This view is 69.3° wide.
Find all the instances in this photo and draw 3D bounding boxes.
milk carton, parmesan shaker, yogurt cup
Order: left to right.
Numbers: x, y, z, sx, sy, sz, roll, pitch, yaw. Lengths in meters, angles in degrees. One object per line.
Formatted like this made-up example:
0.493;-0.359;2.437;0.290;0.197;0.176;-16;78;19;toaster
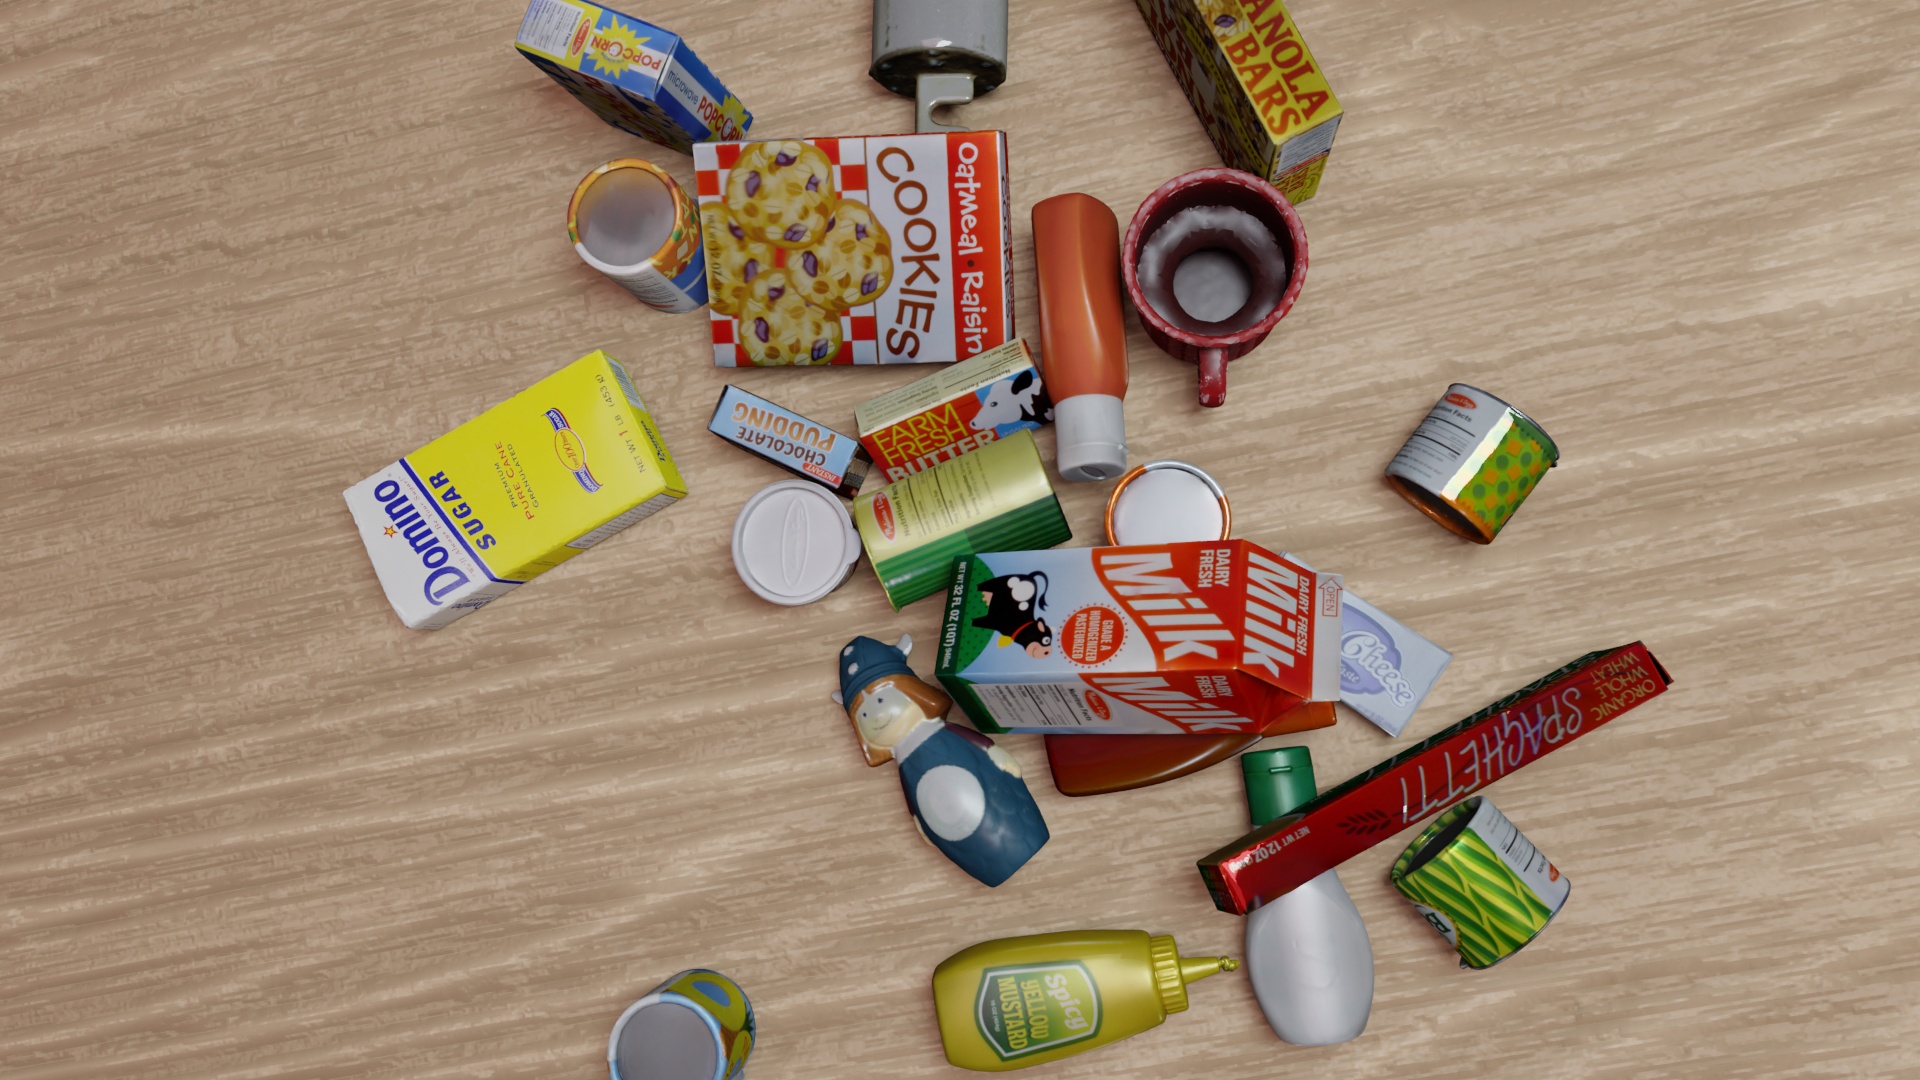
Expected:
-0.087;0.003;0.770;0.072;0.054;0.072;-1;85;8;yogurt cup
0.003;-0.009;0.752;0.103;0.071;0.071;-22;83;5;parmesan shaker
0.092;0.050;0.690;0.190;0.073;0.073;-3;57;21;milk carton

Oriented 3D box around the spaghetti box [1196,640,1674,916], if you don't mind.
0.235;0.117;0.692;0.250;0.050;0.029;-25;81;-9;spaghetti box

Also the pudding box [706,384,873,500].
-0.095;-0.055;0.779;0.084;0.049;0.030;25;87;8;pudding box

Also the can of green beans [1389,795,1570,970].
0.261;0.172;0.702;0.071;0.071;0.058;-44;81;2;can of green beans

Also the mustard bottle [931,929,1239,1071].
0.067;0.235;0.731;0.160;0.049;0.065;-13;85;6;mustard bottle

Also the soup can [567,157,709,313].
-0.173;-0.173;0.783;0.071;0.083;0.071;-1;85;8;soup can

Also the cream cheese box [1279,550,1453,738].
0.202;0.055;0.741;0.104;0.024;0.053;33;90;9;cream cheese box

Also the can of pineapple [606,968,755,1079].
-0.149;0.273;0.752;0.071;0.058;0.071;-1;85;7;can of pineapple

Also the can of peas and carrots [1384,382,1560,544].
0.266;-0.038;0.722;0.071;0.071;0.058;38;92;9;can of peas and carrots

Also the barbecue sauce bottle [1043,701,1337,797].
0.119;0.092;0.728;0.148;0.043;0.065;-13;77;16;barbecue sauce bottle

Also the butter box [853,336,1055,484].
-0.003;-0.070;0.762;0.103;0.053;0.024;-22;54;8;butter box

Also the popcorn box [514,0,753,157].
-0.177;-0.253;0.769;0.085;0.127;0.038;22;92;9;popcorn box

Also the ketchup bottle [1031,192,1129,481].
0.066;-0.107;0.744;0.043;0.064;0.149;-10;73;25;ketchup bottle

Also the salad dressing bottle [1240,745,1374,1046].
0.176;0.183;0.725;0.064;0.044;0.148;-8;82;7;salad dressing bottle

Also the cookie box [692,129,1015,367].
-0.056;-0.161;0.769;0.167;0.040;0.122;0;107;8;cookie box

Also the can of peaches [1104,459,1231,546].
0.110;-0.006;0.743;0.071;0.058;0.071;-1;85;7;can of peaches

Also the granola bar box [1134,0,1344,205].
0.137;-0.262;0.729;0.039;0.124;0.165;-27;82;5;granola bar box
